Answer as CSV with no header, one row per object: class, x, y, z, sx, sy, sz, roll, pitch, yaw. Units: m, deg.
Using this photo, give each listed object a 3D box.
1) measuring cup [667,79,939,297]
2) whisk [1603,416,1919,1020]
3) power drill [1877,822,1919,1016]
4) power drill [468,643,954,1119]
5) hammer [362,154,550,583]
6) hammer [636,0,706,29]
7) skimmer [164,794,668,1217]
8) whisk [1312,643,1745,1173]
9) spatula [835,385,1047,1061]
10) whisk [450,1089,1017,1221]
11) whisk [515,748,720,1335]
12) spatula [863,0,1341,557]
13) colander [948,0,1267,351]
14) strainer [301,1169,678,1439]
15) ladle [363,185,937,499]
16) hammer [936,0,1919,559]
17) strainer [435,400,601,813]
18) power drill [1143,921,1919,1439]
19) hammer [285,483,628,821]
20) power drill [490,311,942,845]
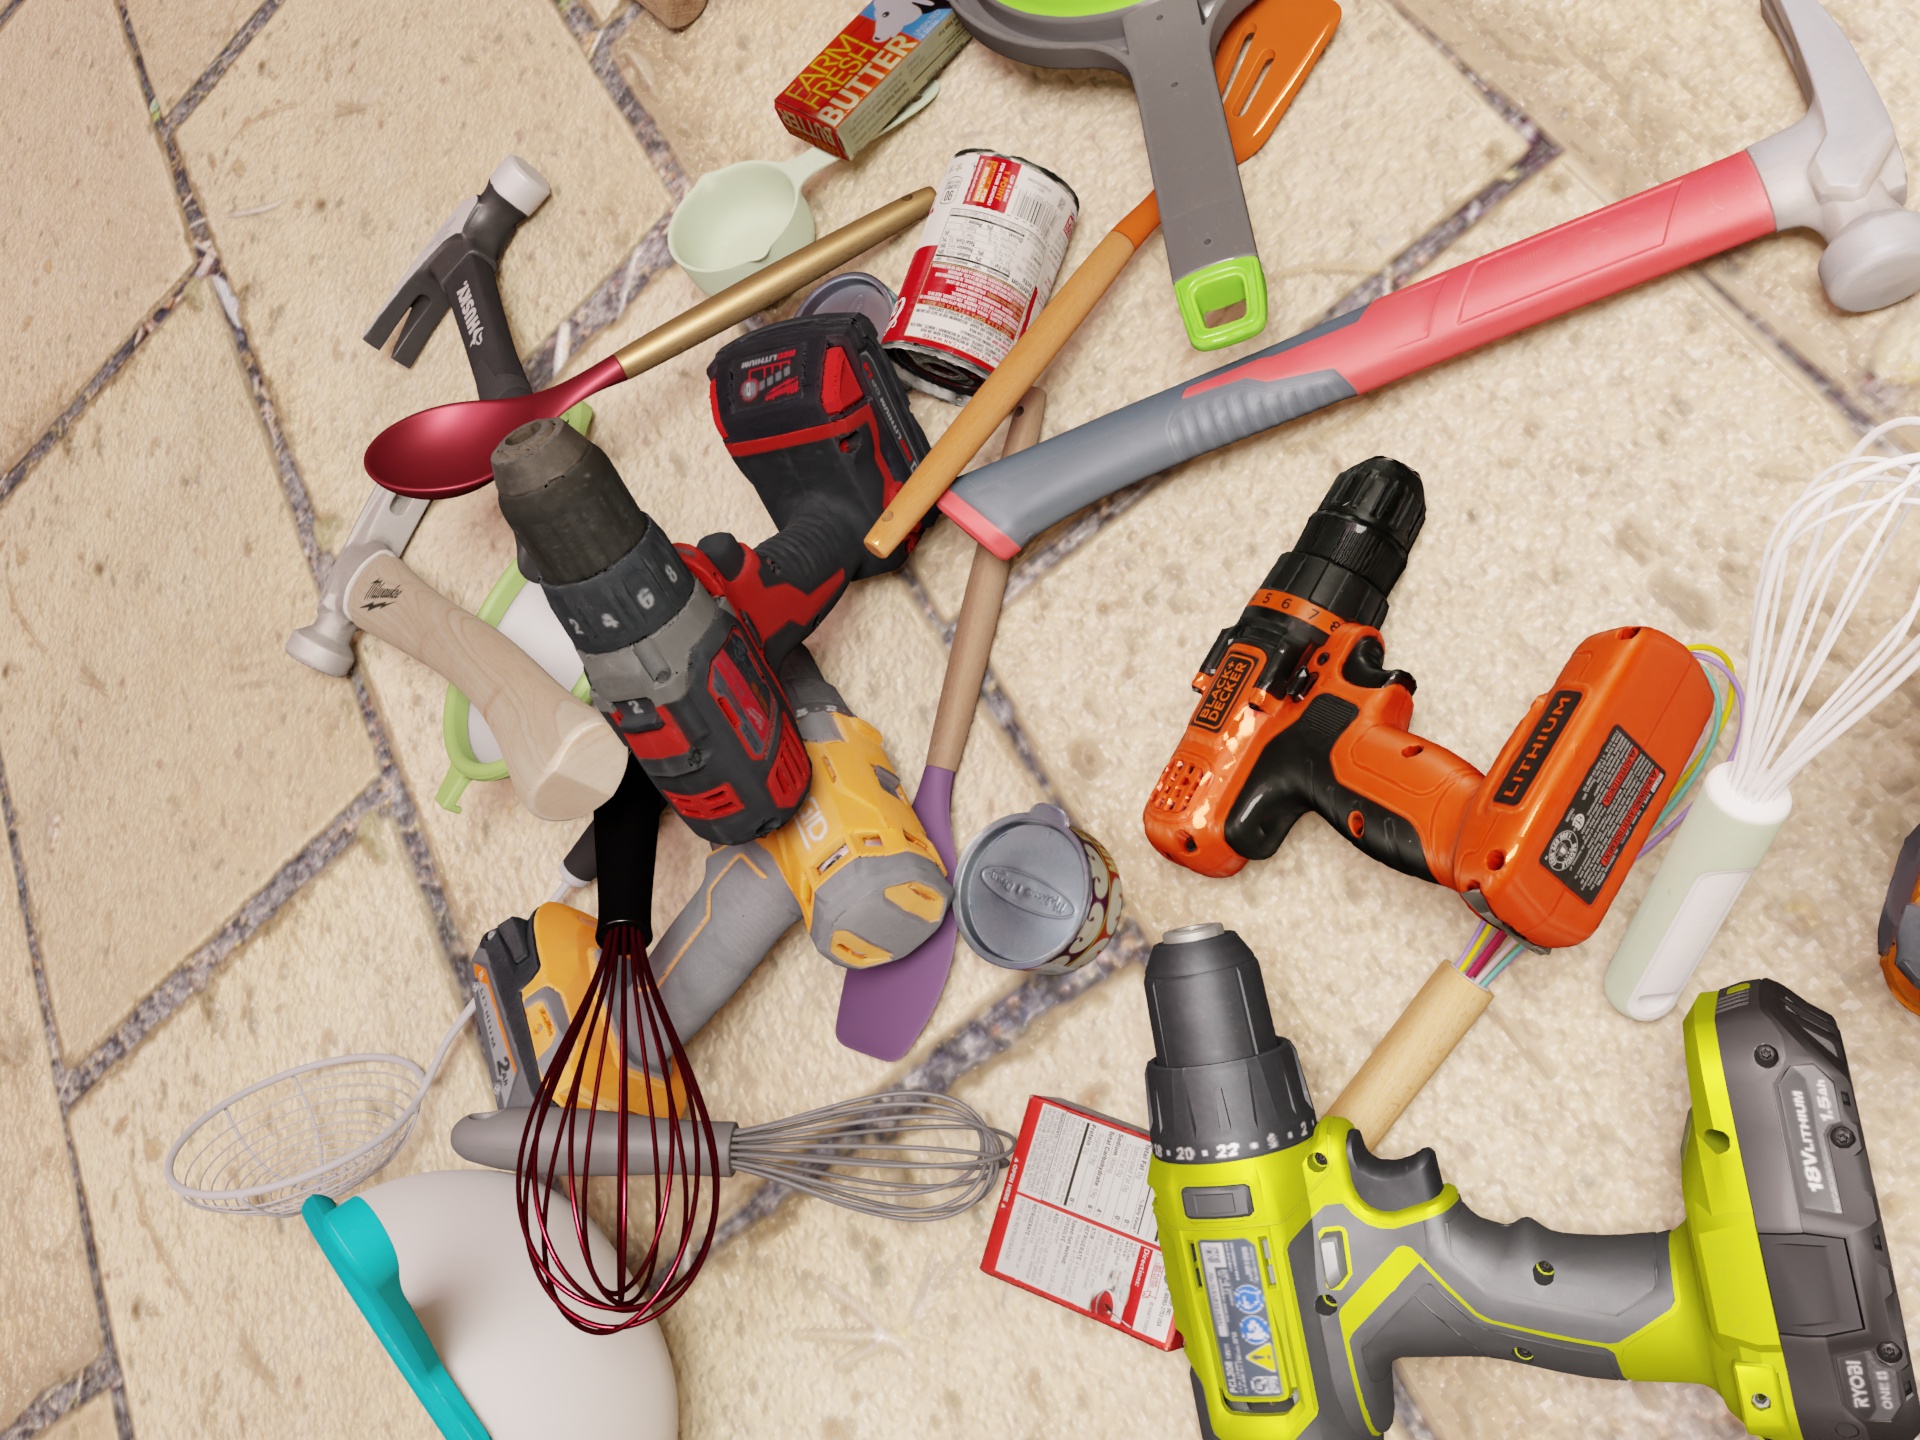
measuring cup,-0.077,-0.282,0.849,0.167,0.038,0.083,-34,56,0
whisk,0.237,0.016,0.471,0.058,0.246,0.059,-4,47,-5
power drill,0.301,0.010,0.416,0.084,0.226,0.164,17,85,33
power drill,-0.123,0.076,0.738,0.226,0.084,0.186,-40,48,13
hammer,-0.260,-0.187,0.886,0.146,0.035,0.335,-42,47,15
hammer,-0.263,-0.519,1.024,0.130,0.031,0.332,-51,58,9
skimmer,-0.256,0.108,0.806,0.363,0.090,0.127,-51,18,6
whisk,0.194,0.074,0.574,0.051,0.047,0.245,41,102,31
spatula,-0.001,-0.002,0.726,0.060,0.018,0.316,8,81,41
whisk,-0.096,0.177,0.665,0.239,0.055,0.055,1,75,4
whisk,-0.137,0.103,0.643,0.073,0.073,0.296,-32,41,20
spatula,0.055,-0.203,0.711,0.081,0.041,0.322,29,76,33
colander,0.077,-0.340,0.697,0.204,0.094,0.397,-15,62,18
strainer,-0.177,0.231,0.632,0.095,0.340,0.211,-34,66,-27
ladle,-0.148,-0.191,0.796,0.315,0.031,0.069,-30,53,-7
hammer,0.163,-0.165,0.651,0.386,0.038,0.143,-19,65,22
strainer,-0.197,-0.069,0.847,0.151,0.069,0.257,-31,45,30
power drill,0.170,0.152,0.524,0.228,0.080,0.190,-12,86,27
hammer,-0.252,-0.047,0.801,0.411,0.038,0.146,26,88,53
power drill,-0.096,-0.085,0.667,0.080,0.187,0.227,-7,39,28
